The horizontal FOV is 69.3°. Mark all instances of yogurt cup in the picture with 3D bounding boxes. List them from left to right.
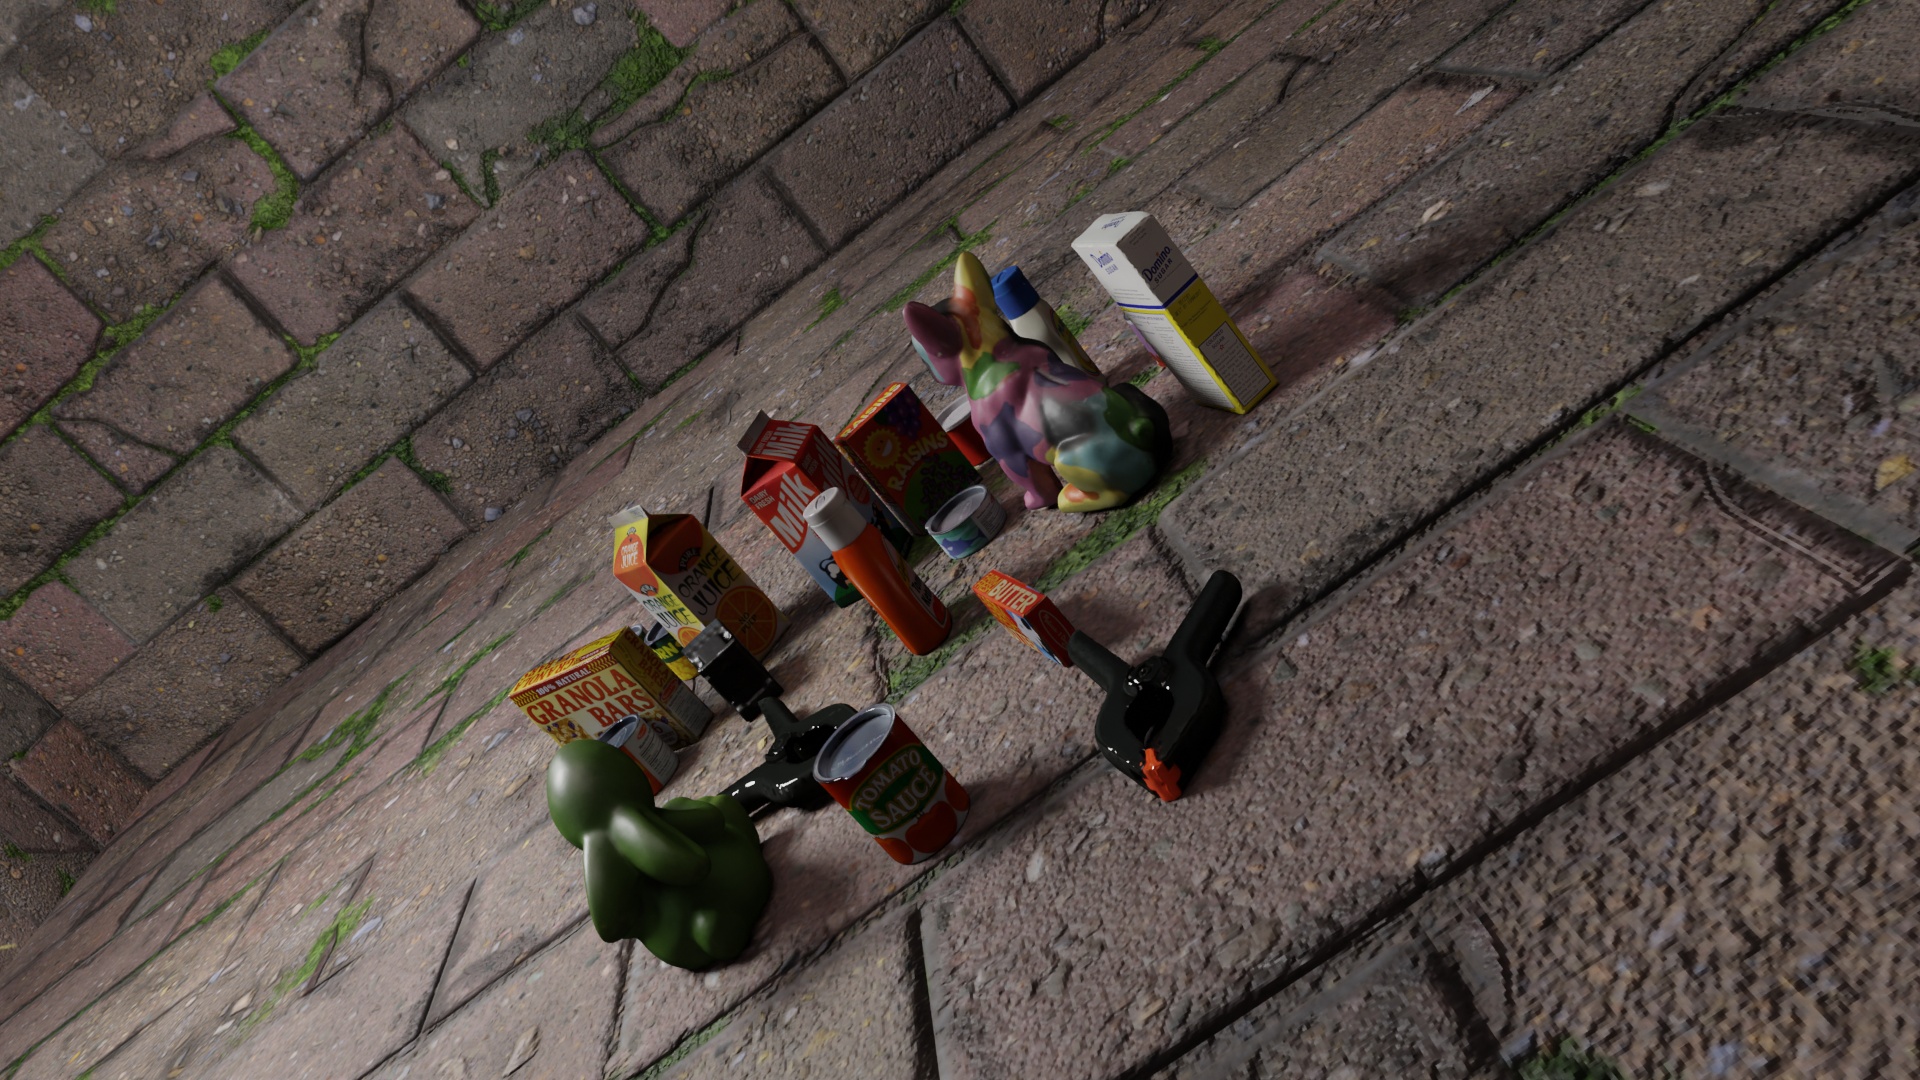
[{"bbox_3d":[0.011,-0.111,1.397,0.072,0.054,0.073,-33,21,15],"label":"yogurt cup"}]

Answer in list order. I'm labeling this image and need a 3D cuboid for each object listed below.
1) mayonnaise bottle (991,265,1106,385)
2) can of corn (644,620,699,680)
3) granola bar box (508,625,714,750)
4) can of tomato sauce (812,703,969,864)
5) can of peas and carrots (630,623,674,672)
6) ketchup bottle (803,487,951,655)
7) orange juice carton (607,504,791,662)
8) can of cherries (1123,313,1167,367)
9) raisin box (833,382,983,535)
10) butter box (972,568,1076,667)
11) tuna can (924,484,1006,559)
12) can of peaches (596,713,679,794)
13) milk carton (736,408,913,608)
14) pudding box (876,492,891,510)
[{"bbox_3d":[0.082,-0.191,1.311,0.041,0.148,0.065,-31,22,23],"label":"mayonnaise bottle"},{"bbox_3d":[-0.286,0.105,1.445,0.071,0.058,0.071,-33,21,15],"label":"can of corn"},{"bbox_3d":[-0.335,0.158,1.324,0.165,0.124,0.039,-24,26,36],"label":"granola bar box"},{"bbox_3d":[-0.043,0.158,0.895,0.071,0.083,0.071,-34,21,15],"label":"can of tomato sauce"},{"bbox_3d":[-0.349,0.135,1.489,0.071,0.058,0.071,-33,21,15],"label":"can of peas and carrots"},{"bbox_3d":[-0.068,0.023,1.120,0.043,0.148,0.065,-35,21,11],"label":"ketchup bottle"},{"bbox_3d":[-0.262,0.042,1.345,0.071,0.192,0.073,-13,33,50],"label":"orange juice carton"},{"bbox_3d":[0.193,-0.200,1.271,0.071,0.058,0.072,-33,21,15],"label":"can of cherries"},{"bbox_3d":[-0.050,-0.078,1.335,0.086,0.123,0.040,-45,21,-14],"label":"raisin box"},{"bbox_3d":[0.048,0.054,0.998,0.024,0.053,0.103,-43,21,-9],"label":"butter box"},{"bbox_3d":[0.004,-0.016,1.243,0.071,0.032,0.071,-33,21,15],"label":"tuna can"},{"bbox_3d":[-0.303,0.203,1.272,0.071,0.058,0.071,-33,21,15],"label":"can of peaches"},{"bbox_3d":[-0.135,-0.035,1.294,0.073,0.190,0.073,-28,23,28],"label":"milk carton"},{"bbox_3d":[-0.050,-0.072,1.426,0.083,0.049,0.030,-30,22,22],"label":"pudding box"}]
